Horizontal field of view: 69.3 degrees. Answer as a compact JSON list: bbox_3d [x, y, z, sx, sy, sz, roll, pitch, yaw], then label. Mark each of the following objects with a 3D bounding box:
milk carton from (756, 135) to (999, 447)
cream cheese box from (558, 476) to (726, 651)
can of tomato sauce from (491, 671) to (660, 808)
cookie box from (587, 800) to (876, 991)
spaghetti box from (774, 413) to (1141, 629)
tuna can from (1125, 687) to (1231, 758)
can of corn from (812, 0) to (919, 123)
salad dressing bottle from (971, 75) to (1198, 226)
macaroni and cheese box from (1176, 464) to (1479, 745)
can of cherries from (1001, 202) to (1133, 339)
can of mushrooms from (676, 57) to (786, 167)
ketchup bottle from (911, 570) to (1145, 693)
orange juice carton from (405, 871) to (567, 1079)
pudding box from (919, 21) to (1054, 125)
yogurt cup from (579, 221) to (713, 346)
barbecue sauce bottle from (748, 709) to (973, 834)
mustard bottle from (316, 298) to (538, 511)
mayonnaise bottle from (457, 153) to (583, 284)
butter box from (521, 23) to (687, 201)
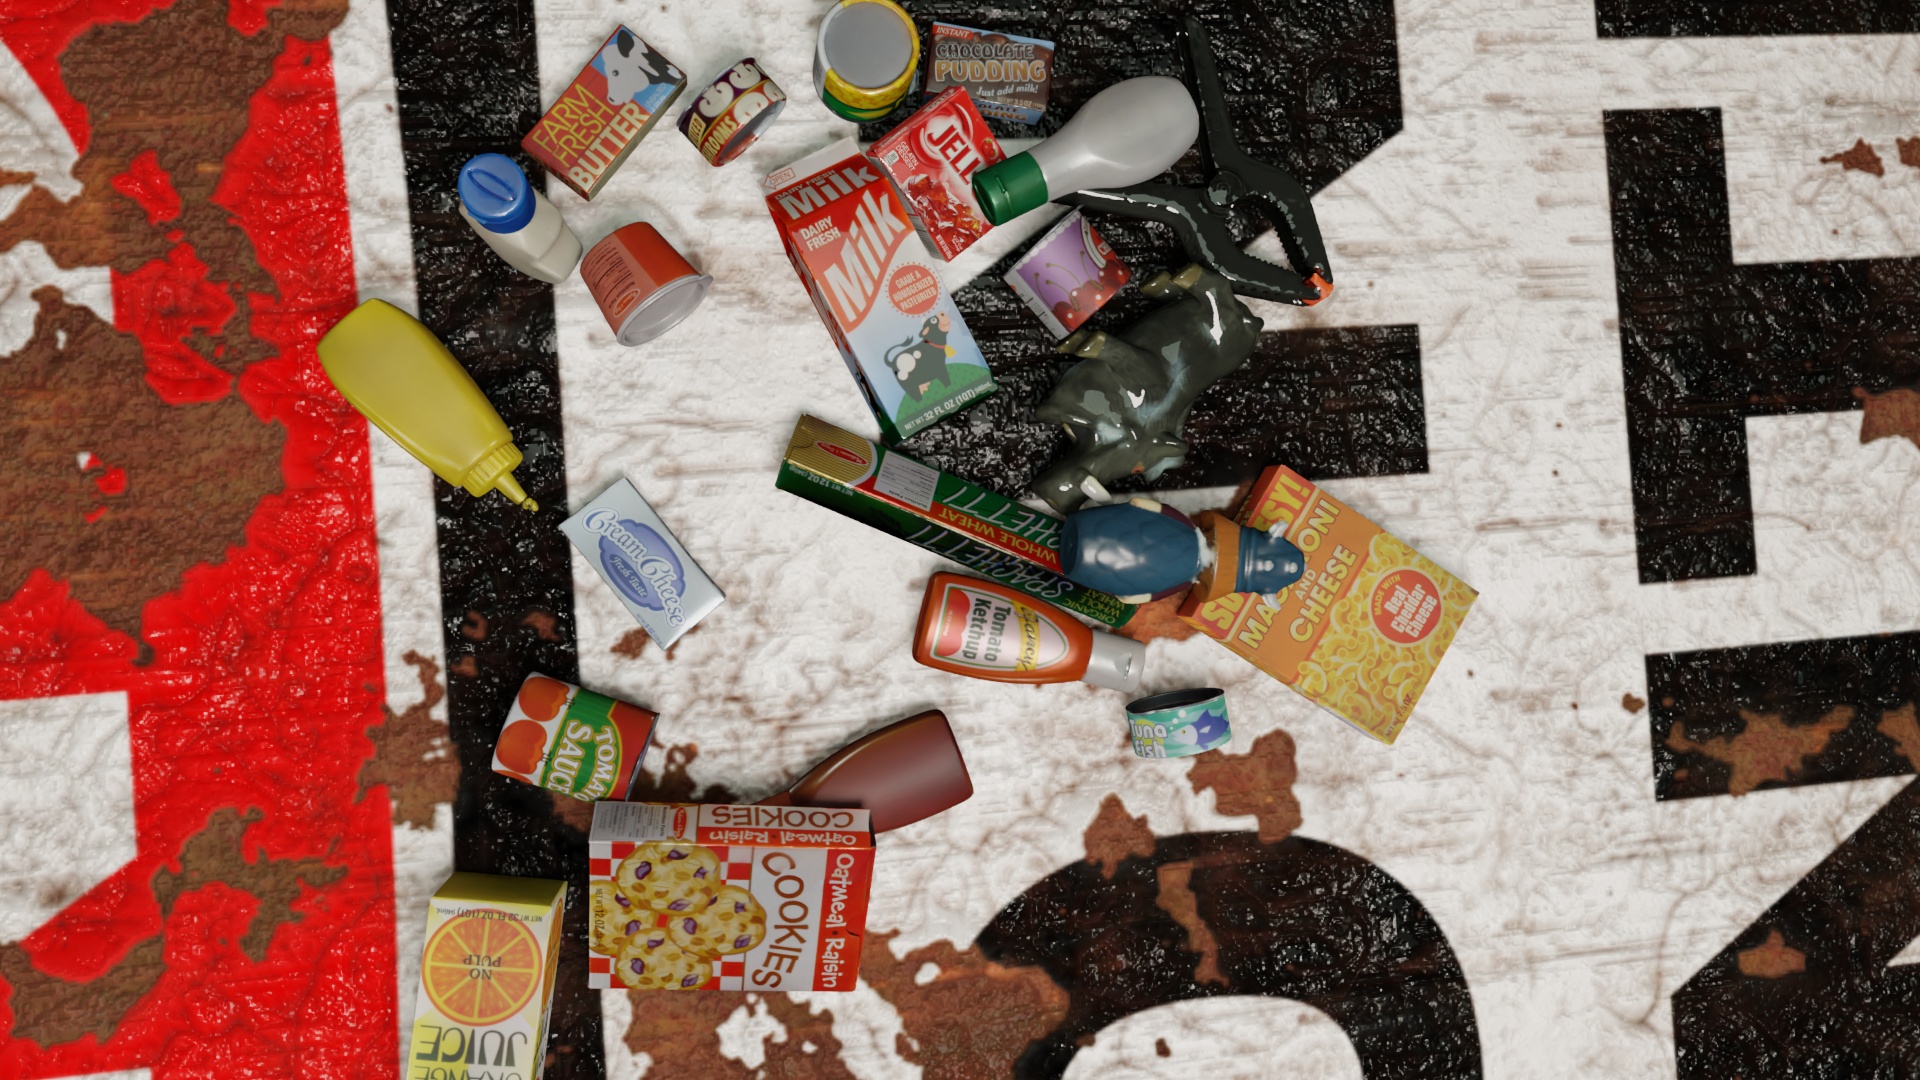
[{"bbox_3d":[-0.055,-0.160,0.889,0.072,0.073,0.190,-28,93,-8],"label":"milk carton"},{"bbox_3d":[-0.202,0.014,0.887,0.053,0.024,0.104,-40,95,-9],"label":"cream cheese box"},{"bbox_3d":[-0.237,0.125,0.856,0.083,0.071,0.071,20,86,-7],"label":"can of tomato sauce"},{"bbox_3d":[-0.142,0.222,0.856,0.168,0.040,0.122,4,119,-9],"label":"cookie box"},{"bbox_3d":[0.003,-0.011,0.904,0.250,0.028,0.050,23,43,-8],"label":"spaghetti box"},{"bbox_3d":[0.142,0.120,0.914,0.071,0.071,0.033,-11,91,-9],"label":"tuna can"},{"bbox_3d":[-0.059,-0.311,0.899,0.071,0.058,0.071,0,89,-8],"label":"can of corn"},{"bbox_3d":[0.080,-0.249,0.893,0.148,0.044,0.064,-26,86,-8],"label":"salad dressing bottle"},{"bbox_3d":[0.249,0.044,0.947,0.166,0.040,0.124,32,85,-7],"label":"macaroni and cheese box"},{"bbox_3d":[0.072,-0.176,0.911,0.071,0.071,0.058,-43,95,-7],"label":"can of cherries"},{"bbox_3d":[-0.145,-0.269,0.880,0.071,0.071,0.033,-43,97,-7],"label":"can of mushrooms"},{"bbox_3d":[0.046,0.066,0.914,0.149,0.043,0.064,14,87,-9],"label":"ketchup bottle"},{"bbox_3d":[-0.291,0.306,0.843,0.072,0.073,0.192,7,88,-8],"label":"orange juice carton"},{"bbox_3d":[0.018,-0.311,0.925,0.084,0.030,0.049,7,87,-9],"label":"pudding box"},{"bbox_3d":[-0.201,-0.162,0.873,0.072,0.072,0.054,-37,86,-7],"label":"yogurt cup"},{"bbox_3d":[-0.070,0.163,0.894,0.149,0.043,0.065,-21,92,-8],"label":"barbecue sauce bottle"},{"bbox_3d":[-0.321,-0.074,0.859,0.065,0.049,0.160,-43,96,-7],"label":"mustard bottle"},{"bbox_3d":[-0.263,-0.191,0.820,0.065,0.148,0.041,31,85,-7],"label":"mayonnaise bottle"},{"bbox_3d":[-0.227,-0.273,0.890,0.053,0.024,0.103,38,84,-7],"label":"butter box"}]
